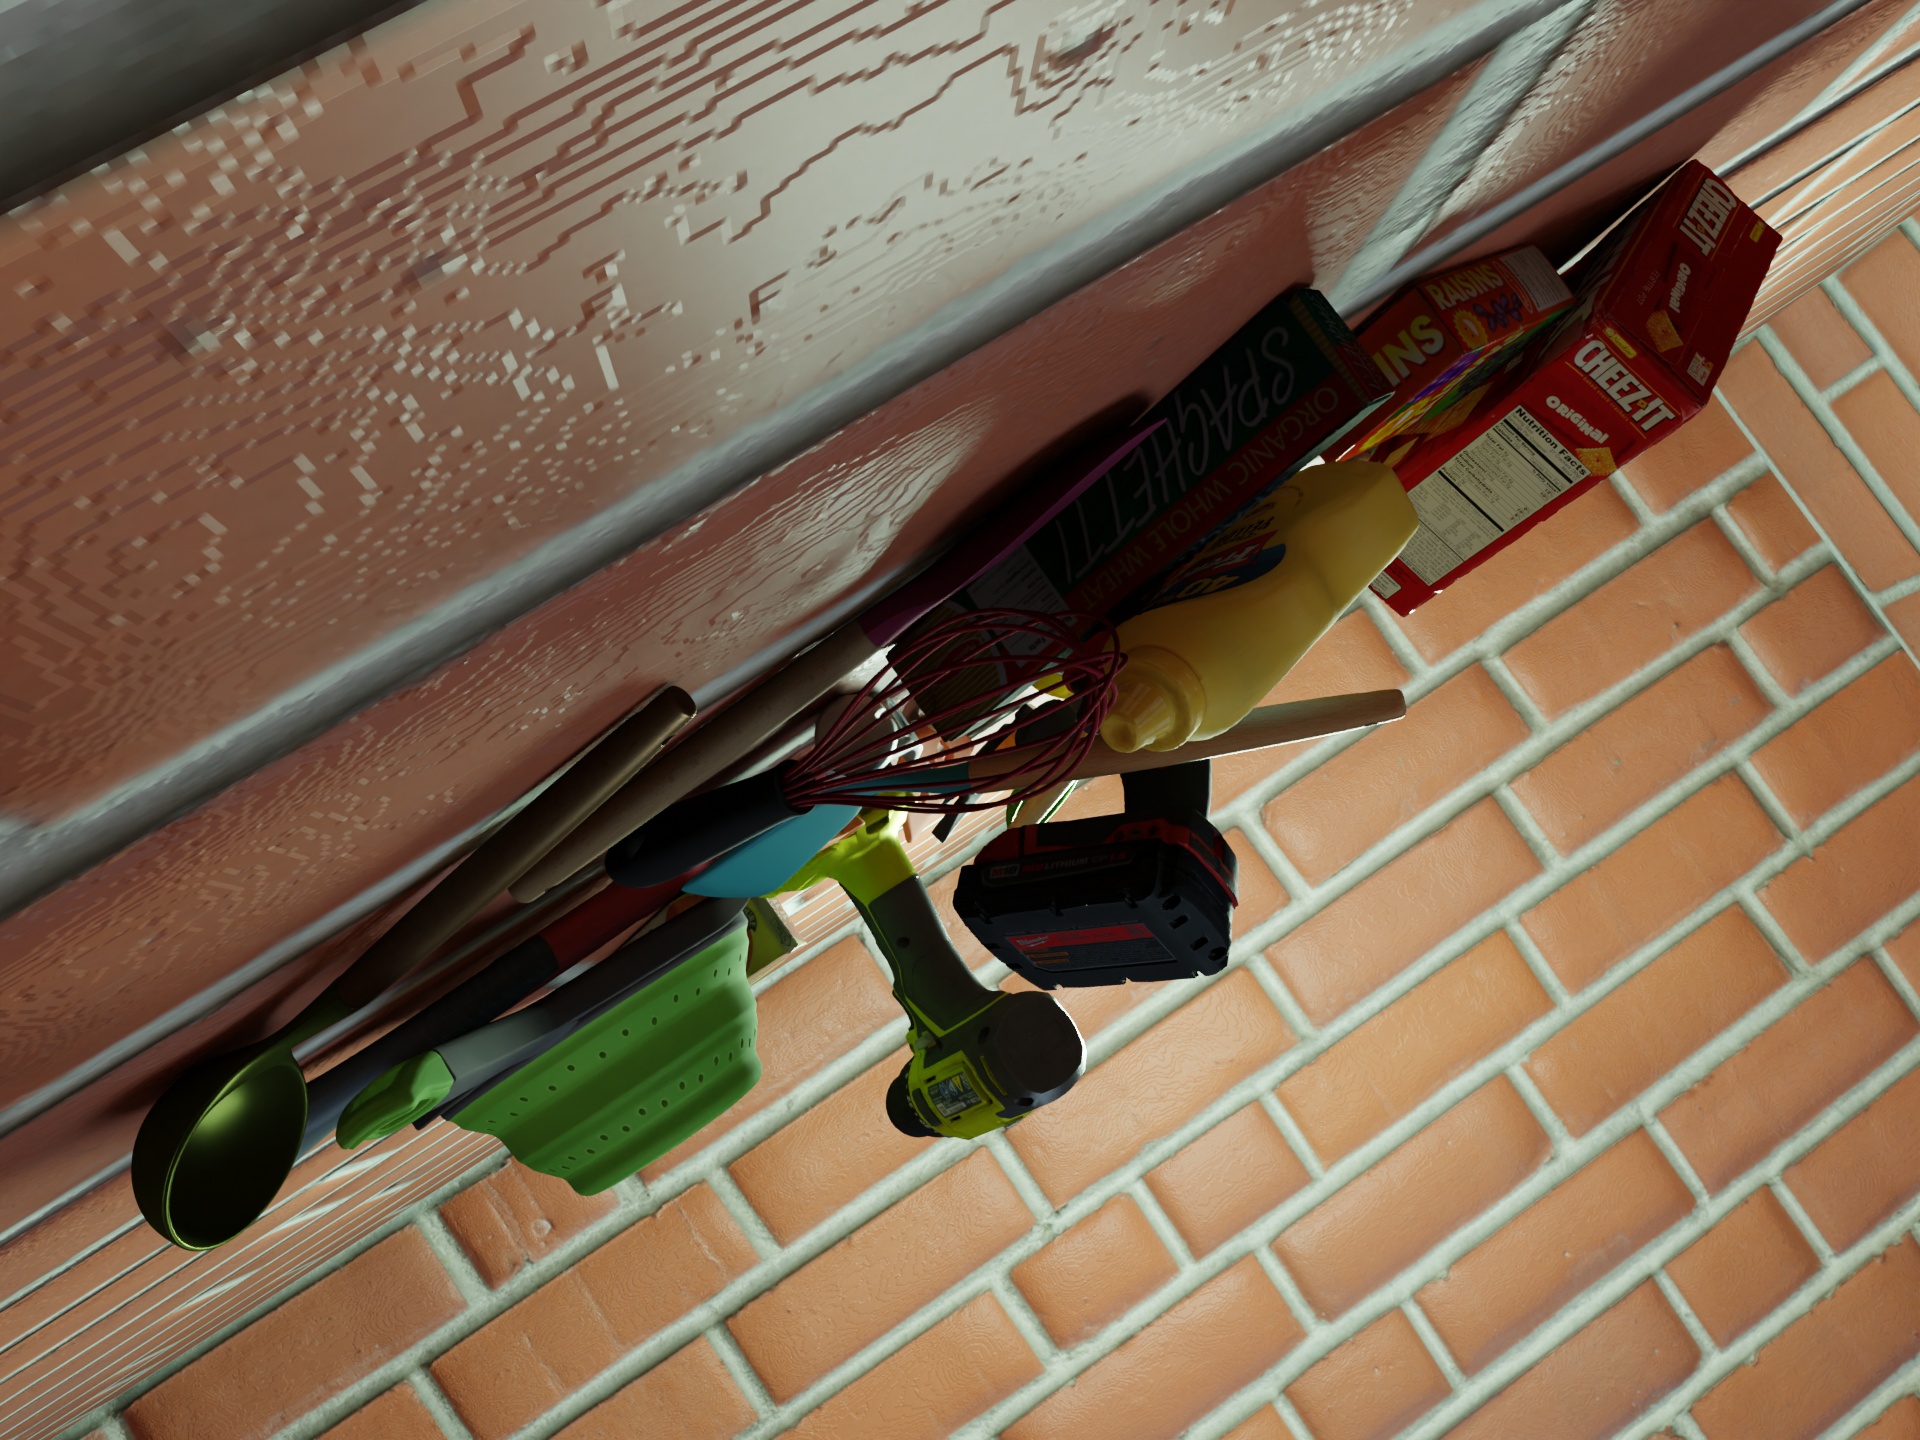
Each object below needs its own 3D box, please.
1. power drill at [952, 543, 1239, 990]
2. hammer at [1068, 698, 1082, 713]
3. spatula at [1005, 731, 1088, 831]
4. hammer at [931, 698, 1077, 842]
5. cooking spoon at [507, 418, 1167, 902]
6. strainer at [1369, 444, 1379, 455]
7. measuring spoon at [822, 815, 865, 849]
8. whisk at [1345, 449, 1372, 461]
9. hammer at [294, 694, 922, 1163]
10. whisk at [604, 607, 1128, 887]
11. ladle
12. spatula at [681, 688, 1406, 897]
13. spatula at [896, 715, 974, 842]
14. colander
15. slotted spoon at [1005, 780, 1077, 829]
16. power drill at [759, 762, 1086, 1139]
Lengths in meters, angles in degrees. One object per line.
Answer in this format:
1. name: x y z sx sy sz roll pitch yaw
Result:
1. power drill: 0.073 0.013 0.768 0.143 0.078 0.220 -11 -130 32
2. hammer: 0.120 -0.057 1.073 0.146 0.035 0.334 -28 172 7
3. spatula: 0.104 -0.015 0.991 0.060 0.018 0.315 -33 164 -46
4. hammer: 0.030 0.027 1.082 0.127 0.034 0.337 -45 180 -6
5. cooking spoon: -0.054 -0.019 0.602 0.319 0.017 0.069 -35 -178 15
6. strainer: 0.277 -0.145 1.058 0.256 0.069 0.151 -34 174 -6
7. measuring spoon: -0.086 0.067 0.814 0.021 0.011 0.117 -38 171 32
8. whisk: 0.193 -0.073 1.029 0.047 0.051 0.245 -5 134 -44
9. hammer: -0.188 0.107 0.802 0.386 0.038 0.143 -34 175 3
10. whisk: -0.053 0.021 0.627 0.296 0.073 0.073 -23 -178 40
11. ladle: -0.201 0.096 0.585 0.320 0.062 0.078 -39 178 21
12. spatula: 0.032 0.031 0.687 0.317 0.044 0.082 -11 168 19
13. spatula: -0.001 -0.003 0.887 0.081 0.041 0.322 -56 179 -18
14. colander: -0.173 0.171 0.731 0.204 0.094 0.397 -34 177 1
15. slotted spoon: 0.121 -0.019 1.042 0.070 0.031 0.313 -18 157 -49
16. power drill: -0.039 0.143 0.937 0.080 0.228 0.190 -29 172 -33
